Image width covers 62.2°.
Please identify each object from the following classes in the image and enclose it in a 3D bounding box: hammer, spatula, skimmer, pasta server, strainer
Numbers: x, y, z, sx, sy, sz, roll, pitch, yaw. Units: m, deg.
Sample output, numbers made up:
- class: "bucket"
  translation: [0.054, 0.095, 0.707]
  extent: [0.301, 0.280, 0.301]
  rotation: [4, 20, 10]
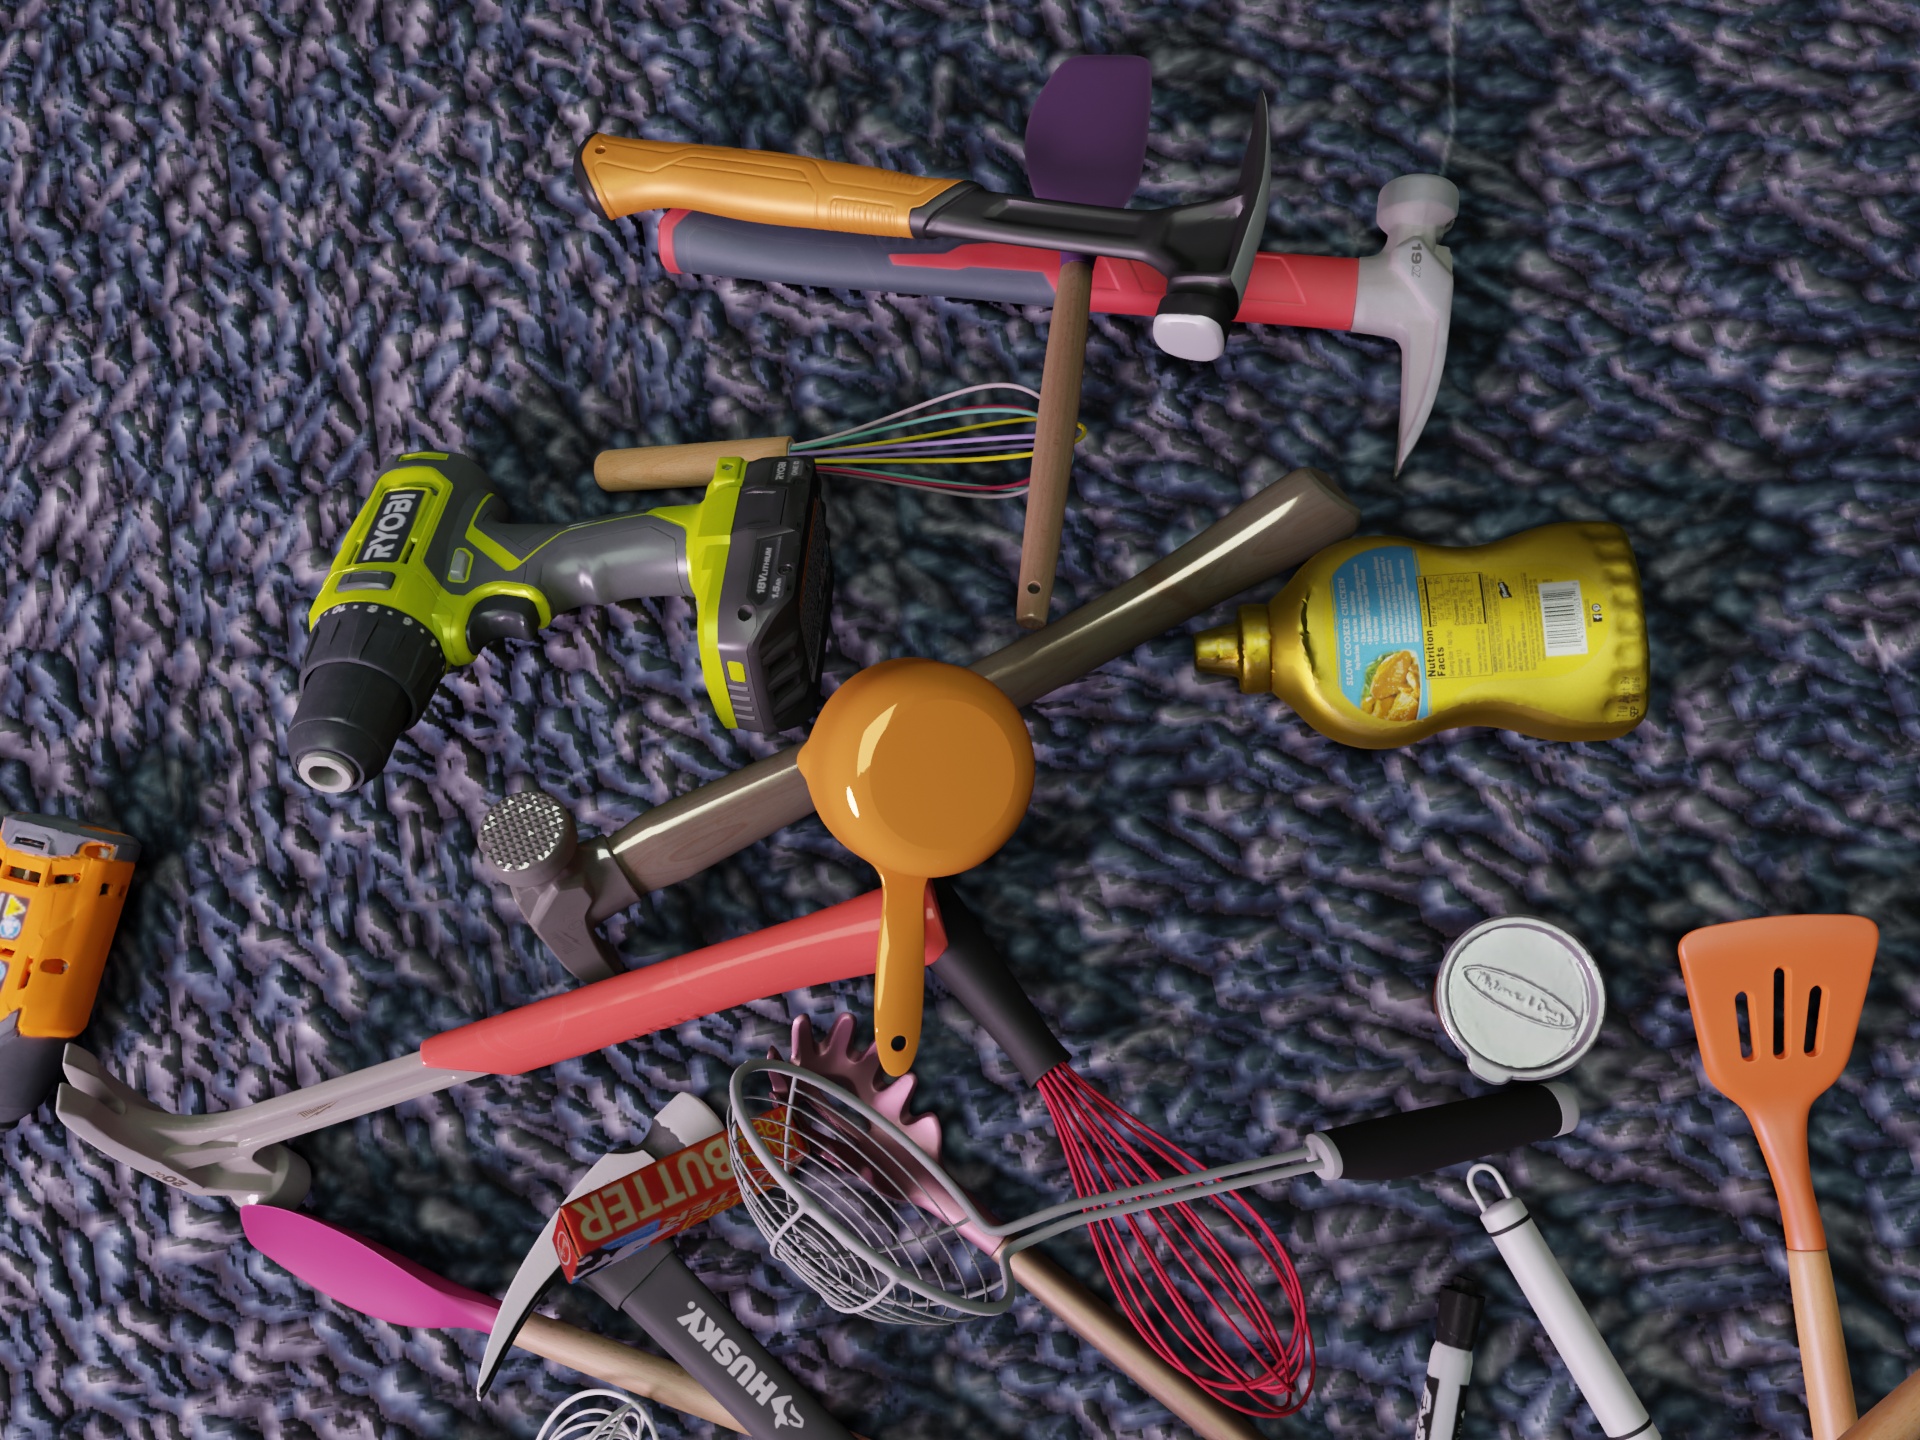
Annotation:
- class: "hammer"
  translation: [-0.051, 0.319, 0.660]
  extent: [0.335, 0.035, 0.146]
  rotation: [41, 58, 10]
- class: "hammer"
  translation: [-0.001, -0.002, 0.718]
  extent: [0.410, 0.146, 0.038]
  rotation: [-27, 58, -9]
- class: "spatula"
  translation: [0.048, -0.184, 0.725]
  extent: [0.060, 0.018, 0.316]
  rotation: [3, 67, 10]
- class: "hammer"
  translation: [-0.182, 0.130, 0.682]
  extent: [0.359, 0.149, 0.037]
  rotation: [-18, 54, 3]
- class: "skimmer"
  translation: [0.091, 0.157, 0.617]
  extent: [0.363, 0.127, 0.090]
  rotation: [-6, 112, -19]
- class: "hammer"
  translation: [0.039, -0.205, 0.777]
  extent: [0.386, 0.038, 0.143]
  rotation: [7, 81, 8]
- class: "spatula"
  translation: [0.353, 0.243, 0.650]
  extent: [0.081, 0.041, 0.323]
  rotation: [-5, 79, 5]
- class: "pasta server"
  translation: [0.041, 0.242, 0.689]
  extent: [0.316, 0.040, 0.060]
  rotation: [37, 53, 10]
- class: "hammer"
  translation: [-0.026, -0.247, 0.741]
  extent: [0.337, 0.034, 0.127]
  rotation: [12, 69, 17]
- class: "strainer"
  translation: [0.279, 0.302, 0.650]
  extent: [0.087, 0.050, 0.259]
  rotation: [-33, 73, 15]

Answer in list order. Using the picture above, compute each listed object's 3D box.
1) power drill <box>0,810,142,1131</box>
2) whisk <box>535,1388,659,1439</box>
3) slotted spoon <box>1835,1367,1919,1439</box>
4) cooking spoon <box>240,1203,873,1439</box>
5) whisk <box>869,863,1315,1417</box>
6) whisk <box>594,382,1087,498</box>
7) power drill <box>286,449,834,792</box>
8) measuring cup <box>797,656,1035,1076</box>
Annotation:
- class: "power drill"
  translation: [-0.525, 0.110, 0.762]
  extent: [0.226, 0.084, 0.164]
  rotation: [12, 81, 5]
- class: "whisk"
  translation: [-0.206, 0.397, 0.684]
  extent: [0.059, 0.057, 0.246]
  rotation: [33, 89, 15]
- class: "slotted spoon"
  translation: [0.267, 0.351, 0.610]
  extent: [0.314, 0.031, 0.070]
  rotation: [-48, 60, 8]
- class: "cooking spoon"
  translation: [-0.176, 0.278, 0.709]
  extent: [0.319, 0.068, 0.017]
  rotation: [18, 42, 6]
- class: "whisk"
  translation: [0.051, 0.169, 0.692]
  extent: [0.073, 0.073, 0.296]
  rotation: [-38, 71, -2]
- class: "whisk"
  translation: [-0.060, -0.130, 0.777]
  extent: [0.245, 0.051, 0.047]
  rotation: [-2, 58, 10]
- class: "power drill"
  translation: [-0.180, -0.048, 0.719]
  extent: [0.228, 0.080, 0.191]
  rotation: [-1, 46, 4]
- class: "measuring cup"
  translation: [-0.016, 0.061, 0.636]
  extent: [0.095, 0.052, 0.173]
  rotation: [3, 90, -17]
